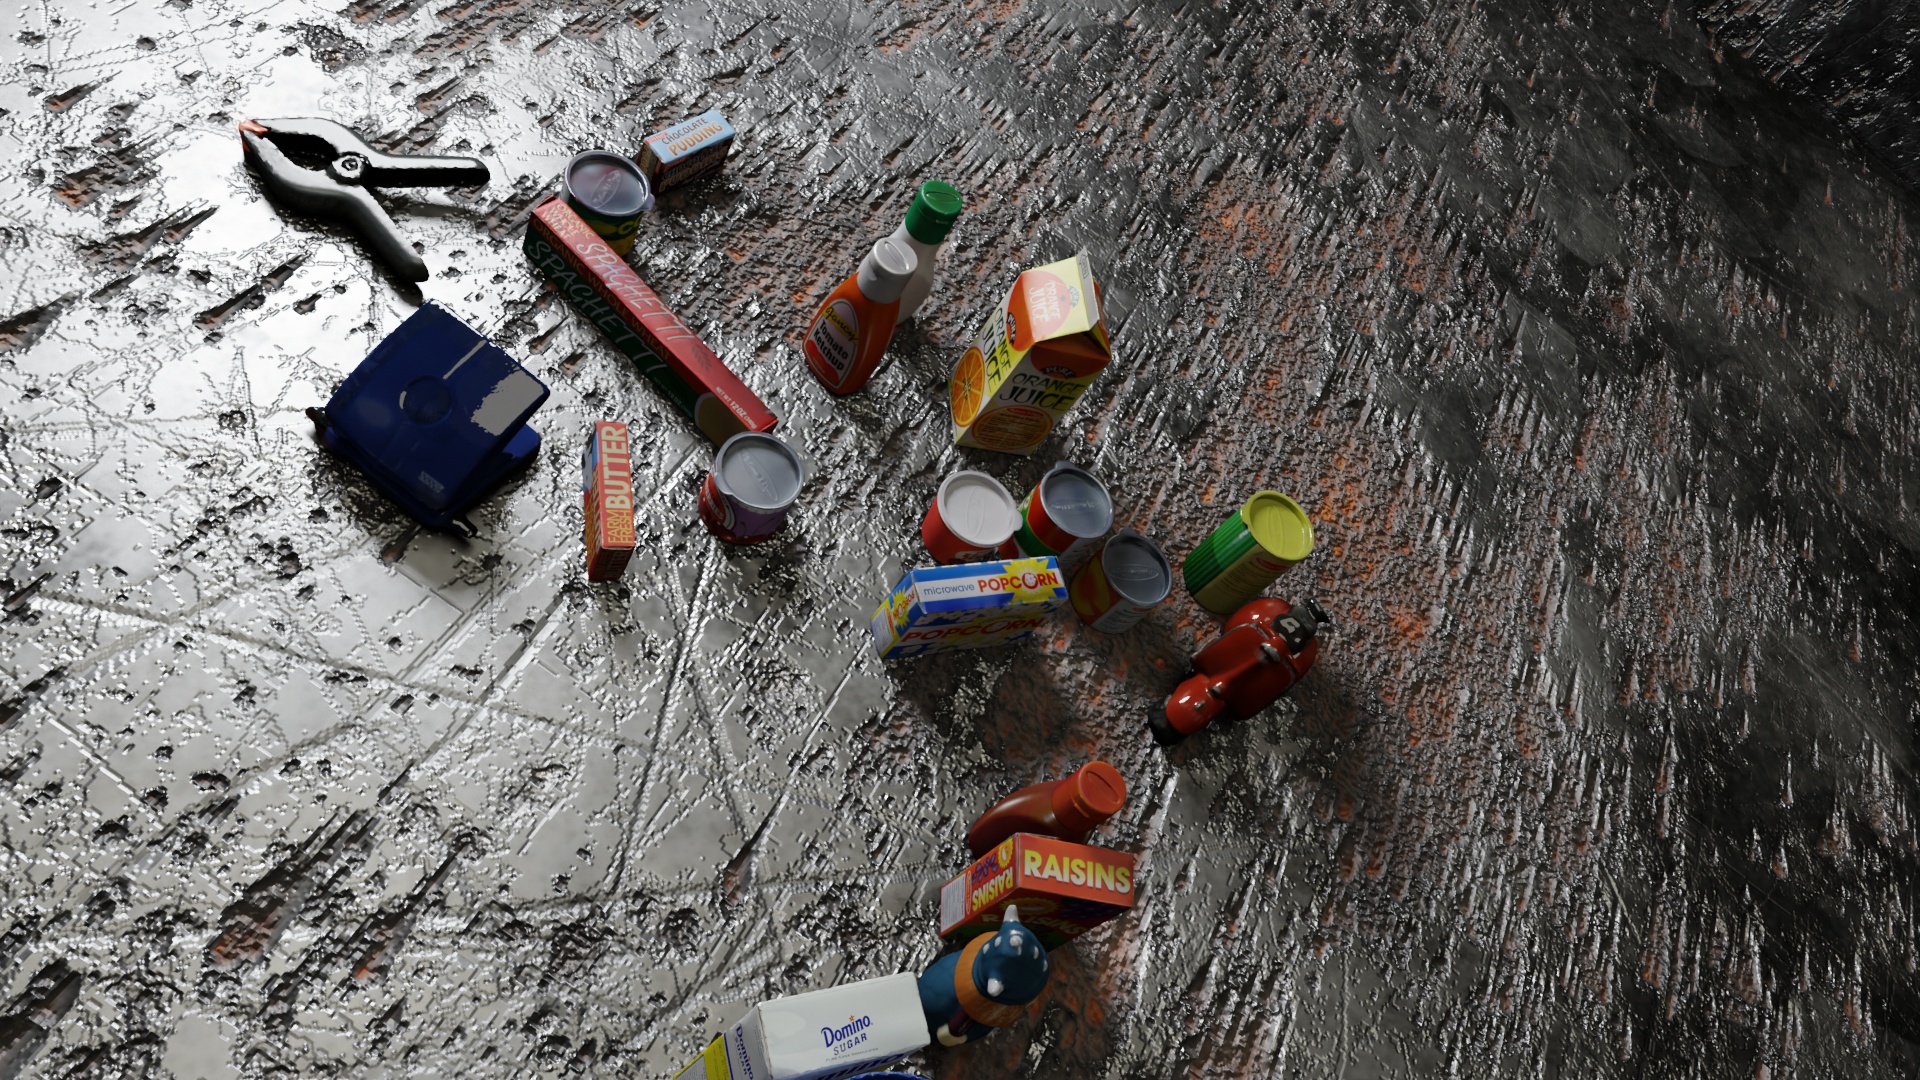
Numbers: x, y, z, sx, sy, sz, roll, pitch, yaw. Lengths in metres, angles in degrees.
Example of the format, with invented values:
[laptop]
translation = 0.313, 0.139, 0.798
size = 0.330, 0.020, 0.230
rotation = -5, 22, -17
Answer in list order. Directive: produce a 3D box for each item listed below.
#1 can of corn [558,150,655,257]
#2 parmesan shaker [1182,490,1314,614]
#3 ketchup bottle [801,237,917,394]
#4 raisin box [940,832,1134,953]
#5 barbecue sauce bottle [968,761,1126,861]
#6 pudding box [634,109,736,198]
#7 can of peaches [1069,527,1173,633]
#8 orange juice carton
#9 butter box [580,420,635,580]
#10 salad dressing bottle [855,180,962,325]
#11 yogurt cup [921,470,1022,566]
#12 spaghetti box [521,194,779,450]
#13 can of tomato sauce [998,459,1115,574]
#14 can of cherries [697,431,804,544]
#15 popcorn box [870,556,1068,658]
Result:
[can of corn]
translation = -0.283, -0.264, 1.104
size = 0.071, 0.058, 0.071
rotation = 13, 56, -20
[parmesan shaker]
translation = 0.240, 0.010, 1.178
size = 0.071, 0.102, 0.071
rotation = 13, 57, -20
[ketchup bottle]
translation = -0.077, -0.180, 1.101
size = 0.044, 0.148, 0.065
rotation = -29, 77, -37
[raisin box]
translation = 0.049, 0.237, 0.928
size = 0.086, 0.122, 0.040
rotation = 15, 56, -19
[barbecue sauce bottle]
translation = 0.061, 0.193, 0.946
size = 0.065, 0.147, 0.044
rotation = 44, 52, 3
[pudding box]
translation = -0.234, -0.327, 1.173
size = 0.030, 0.049, 0.084
rotation = 48, 52, 6
[can of peaches]
translation = 0.130, 0.034, 1.136
size = 0.071, 0.057, 0.071
rotation = 13, 56, -20
[orange juice carton]
translation = 0.062, -0.151, 1.127
size = 0.073, 0.191, 0.072
rotation = 7, 59, -23
[butter box]
translation = -0.249, -0.028, 0.981
size = 0.024, 0.053, 0.104
rotation = 3, 60, -26
[salad dressing bottle]
translation = -0.043, -0.237, 1.154
size = 0.064, 0.147, 0.044
rotation = 3, 61, -26
[yogurt cup]
translation = 0.004, -0.014, 1.102
size = 0.072, 0.053, 0.073
rotation = 13, 56, -20
[spaghetti box]
translation = -0.241, -0.161, 1.068
size = 0.250, 0.050, 0.029
rotation = 45, 52, 4
[can of tomato sauce]
translation = 0.075, -0.013, 1.120
size = 0.071, 0.082, 0.071
rotation = 13, 57, -20
[can of cherries]
translation = -0.158, -0.038, 1.030
size = 0.071, 0.058, 0.072
rotation = 13, 56, -20
[popcorn box]
translation = 0.006, 0.050, 1.044
size = 0.127, 0.084, 0.038
rotation = -5, 64, -29
